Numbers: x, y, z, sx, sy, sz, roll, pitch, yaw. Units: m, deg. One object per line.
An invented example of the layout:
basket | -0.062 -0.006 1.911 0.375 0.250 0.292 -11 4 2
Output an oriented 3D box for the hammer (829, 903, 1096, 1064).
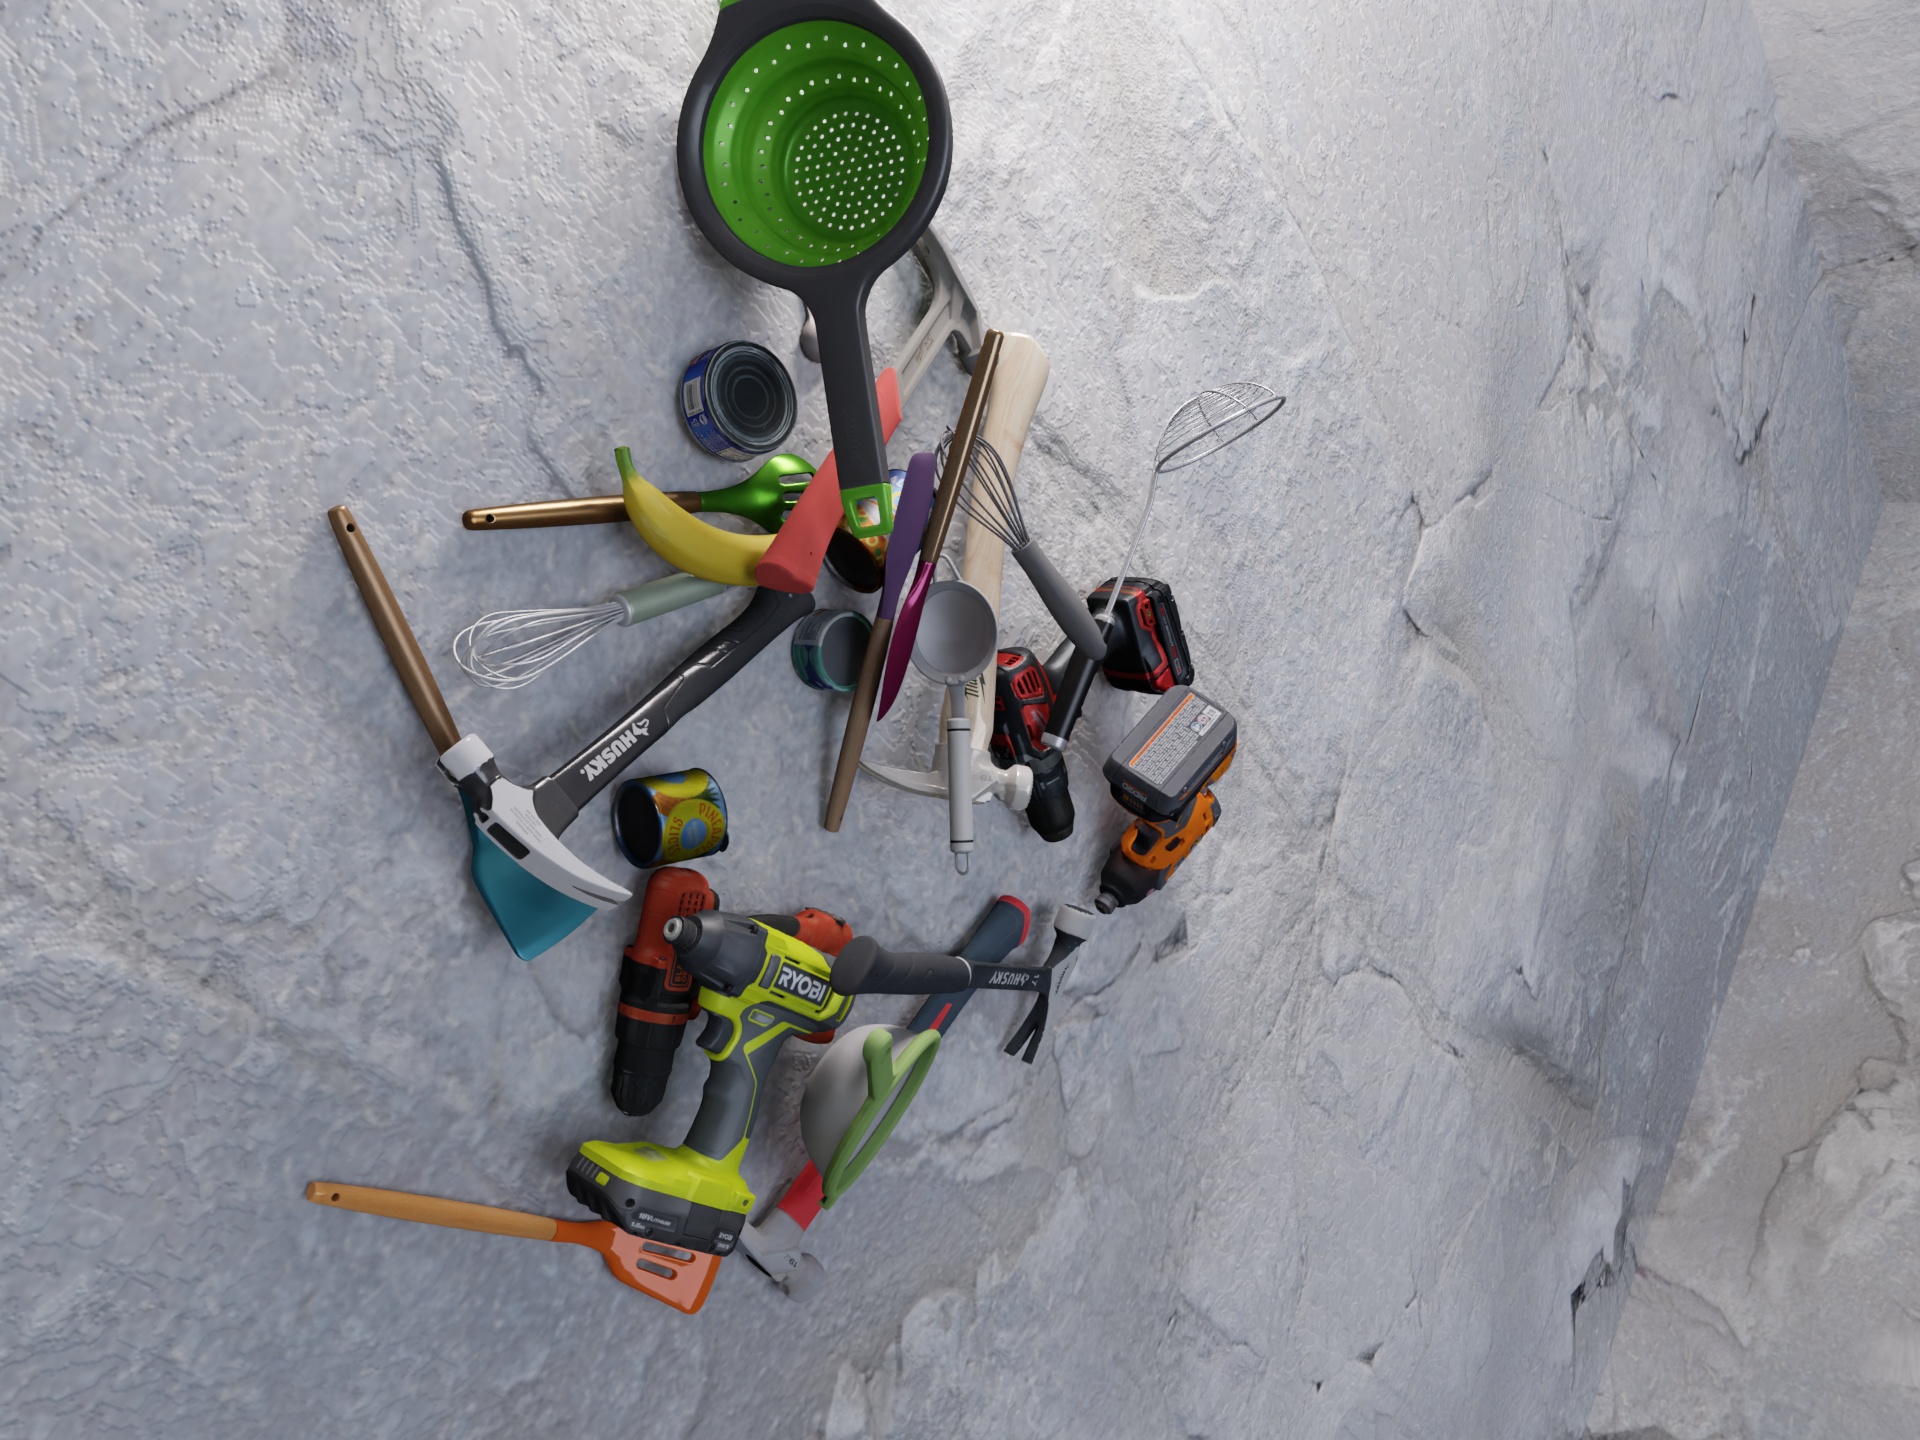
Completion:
hammer | 0.005 0.213 1.309 0.408 0.036 0.149 20 90 -63

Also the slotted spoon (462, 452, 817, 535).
slotted spoon | -0.213 -0.154 1.152 0.313 0.031 0.070 -12 98 -43

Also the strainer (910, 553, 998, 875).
strainer | -0.002 -0.004 1.288 0.050 0.087 0.258 4 84 -61

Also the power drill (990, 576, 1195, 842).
power drill | 0.116 -0.014 1.468 0.227 0.080 0.187 -36 119 -34

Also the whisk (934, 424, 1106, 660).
whisk | 0.053 -0.143 1.313 0.055 0.055 0.238 -48 112 -30

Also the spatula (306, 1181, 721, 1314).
spatula | -0.301 0.355 1.111 0.322 0.041 0.081 28 75 -43

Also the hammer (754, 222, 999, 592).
hammer | -0.071 -0.237 1.231 0.149 0.037 0.359 56 45 -34

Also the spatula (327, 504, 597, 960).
spatula | -0.331 0.006 1.038 0.082 0.044 0.317 -41 120 -41

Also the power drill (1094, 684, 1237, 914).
power drill | 0.183 0.085 1.487 0.164 0.084 0.226 -47 157 -22

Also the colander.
colander | -0.084 -0.331 1.166 0.094 0.204 0.397 -21 103 -75

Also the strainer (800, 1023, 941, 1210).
strainer | -0.081 0.265 1.191 0.151 0.069 0.256 -52 165 -24

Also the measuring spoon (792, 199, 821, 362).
measuring spoon | -0.113 -0.341 1.236 0.034 0.018 0.124 -20 108 -42

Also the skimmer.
skimmer | 0.176 -0.133 1.391 0.127 0.090 0.363 91 22 -86

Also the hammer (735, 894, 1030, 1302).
hammer | -0.063 0.289 1.347 0.386 0.038 0.143 -52 126 -28

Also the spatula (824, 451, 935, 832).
spatula | -0.065 -0.058 1.254 0.060 0.018 0.316 -19 127 -64

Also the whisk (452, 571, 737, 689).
whisk | -0.246 -0.075 1.118 0.246 0.059 0.057 -26 150 -45

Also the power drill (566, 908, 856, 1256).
power drill | -0.180 0.250 1.128 0.171 0.080 0.223 34 74 -44

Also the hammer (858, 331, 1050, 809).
hammer | 0.011 -0.136 1.352 0.146 0.038 0.411 10 79 -11

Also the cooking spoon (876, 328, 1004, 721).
cooking spoon | -0.018 -0.149 1.247 0.069 0.017 0.319 -51 158 -79

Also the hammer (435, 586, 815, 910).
hammer | -0.204 -0.007 1.124 0.146 0.035 0.335 50 45 -8
